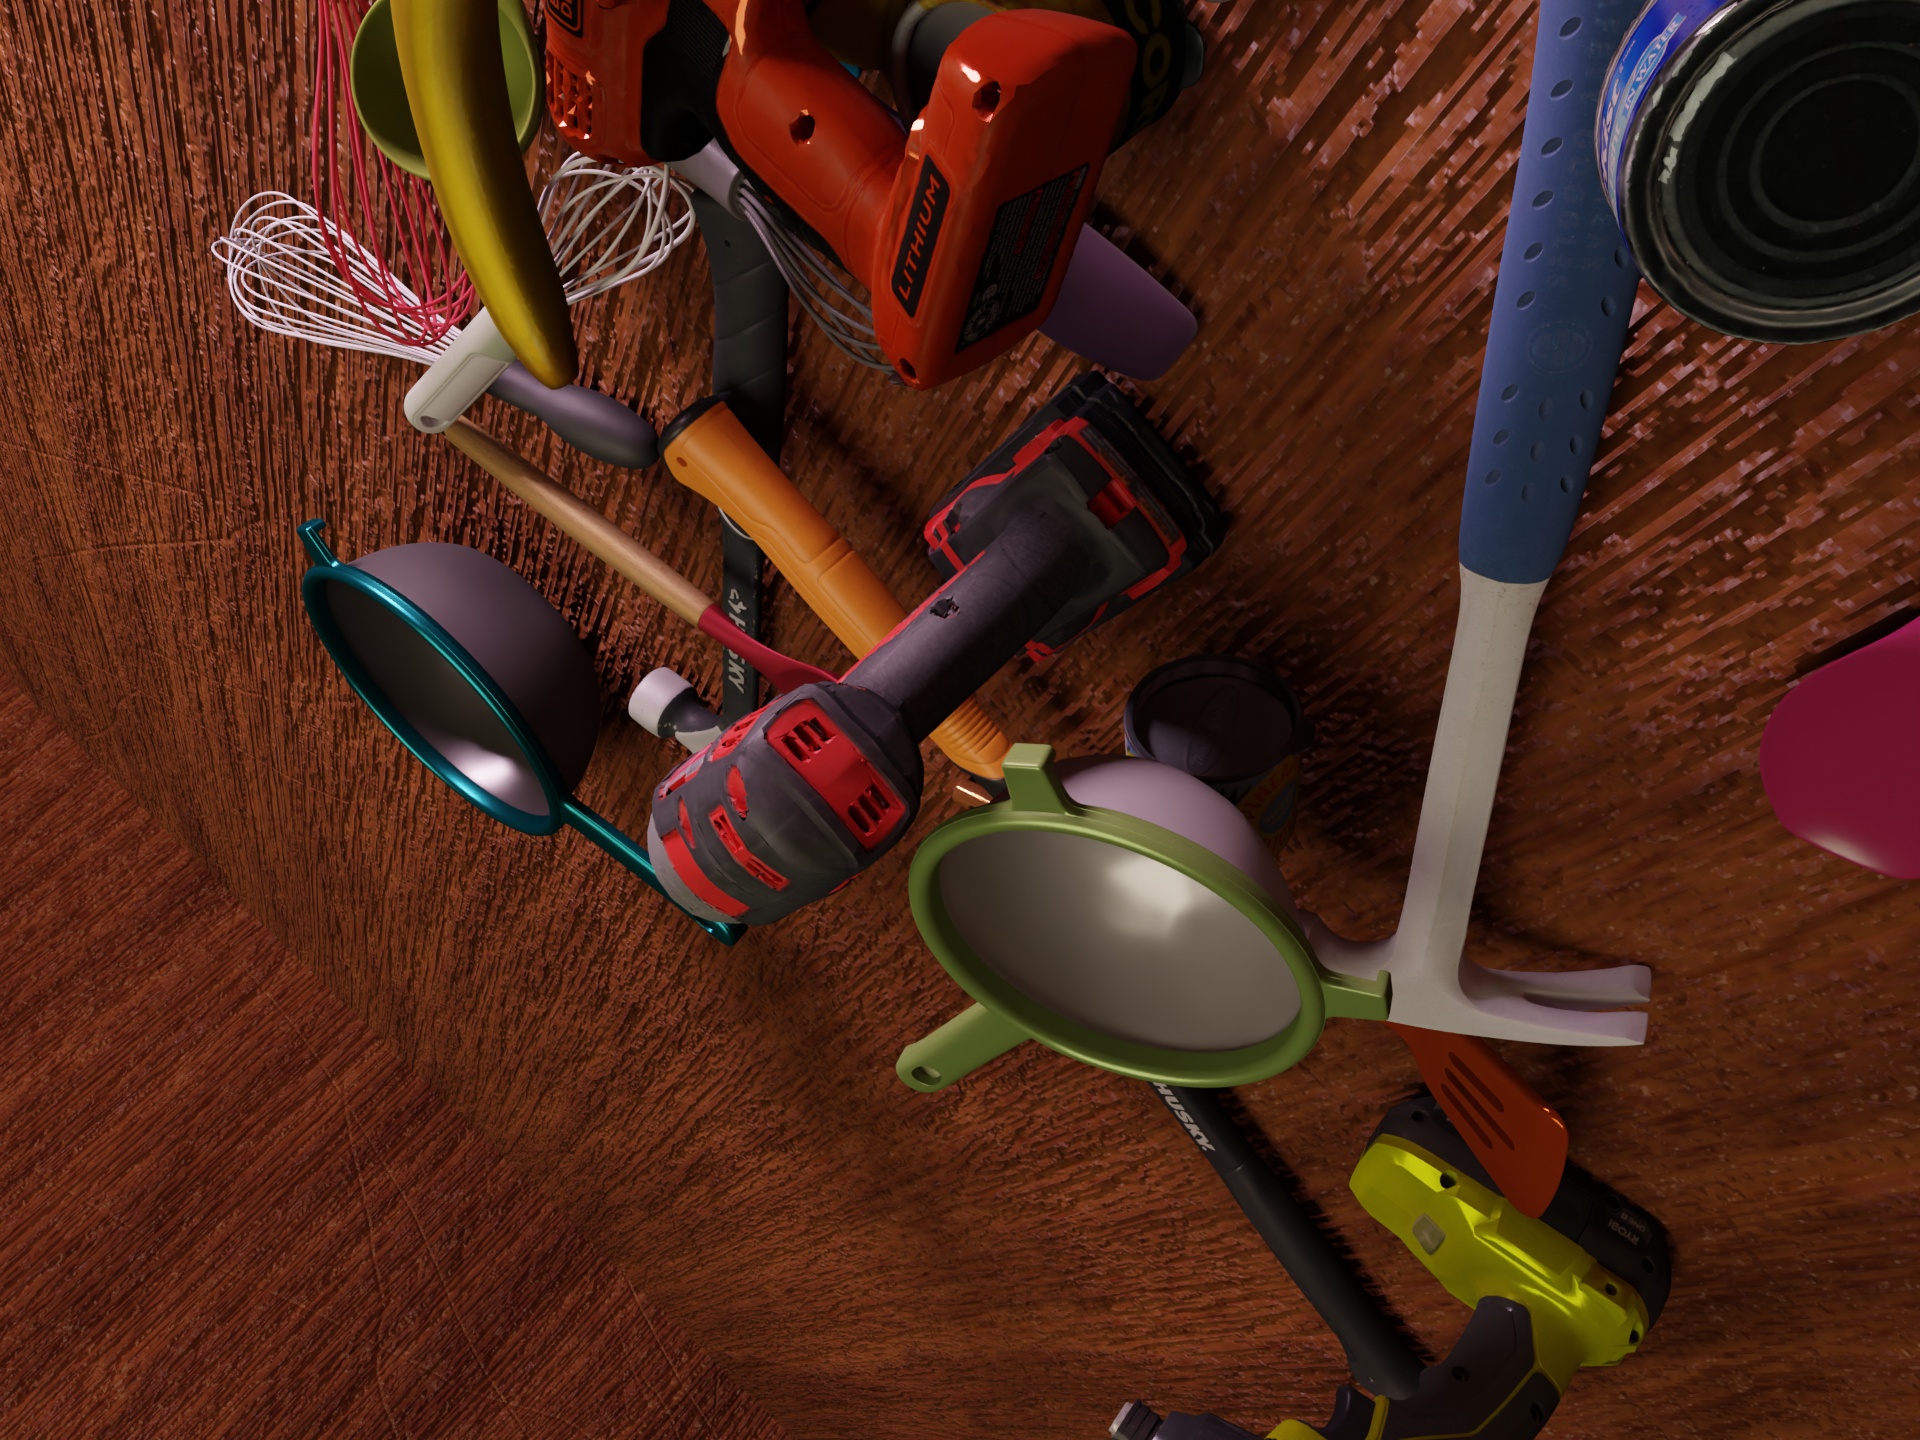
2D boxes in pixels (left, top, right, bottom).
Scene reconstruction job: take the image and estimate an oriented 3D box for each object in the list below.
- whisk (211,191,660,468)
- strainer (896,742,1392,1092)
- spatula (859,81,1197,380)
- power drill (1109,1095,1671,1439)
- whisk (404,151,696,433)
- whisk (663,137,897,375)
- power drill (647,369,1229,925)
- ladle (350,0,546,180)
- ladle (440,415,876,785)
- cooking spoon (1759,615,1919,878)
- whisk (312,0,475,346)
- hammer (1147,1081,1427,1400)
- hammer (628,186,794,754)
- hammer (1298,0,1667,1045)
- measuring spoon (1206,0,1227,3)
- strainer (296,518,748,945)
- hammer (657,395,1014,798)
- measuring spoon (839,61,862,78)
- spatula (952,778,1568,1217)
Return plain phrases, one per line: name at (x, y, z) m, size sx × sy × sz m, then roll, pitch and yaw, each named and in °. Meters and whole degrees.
whisk at (-0.264, -0.192, 0.797) m, size 0.285 × 0.070 × 0.070 m, roll 28°, pitch 146°, yaw 17°
strainer at (0.041, 0.083, 0.607) m, size 0.151 × 0.069 × 0.256 m, roll 33°, pitch 145°, yaw -7°
spatula at (-0.055, -0.214, 0.520) m, size 0.316 × 0.018 × 0.059 m, roll 38°, pitch 156°, yaw -5°
power drill at (0.182, 0.274, 0.660) m, size 0.171 × 0.223 × 0.080 m, roll 32°, pitch 147°, yaw 20°
whisk at (-0.187, -0.179, 0.688) m, size 0.246 × 0.057 × 0.059 m, roll -22°, pitch 66°, yaw 48°
whisk at (-0.069, -0.186, 0.551) m, size 0.239 × 0.055 × 0.055 m, roll 44°, pitch 153°, yaw 30°
power drill at (-0.017, -0.016, 0.549) m, size 0.078 × 0.220 × 0.143 m, roll 48°, pitch 149°, yaw -6°
ladle at (-0.165, -0.314, 0.529) m, size 0.078 × 0.062 × 0.320 m, roll 29°, pitch 146°, yaw -2°
ladle at (-0.141, -0.063, 0.762) m, size 0.315 × 0.031 × 0.069 m, roll 37°, pitch 150°, yaw 12°
cooking spoon at (0.249, -0.053, 0.360) m, size 0.069 × 0.017 × 0.318 m, roll 28°, pitch 153°, yaw 26°
whisk at (-0.254, -0.289, 0.662) m, size 0.073 × 0.073 × 0.295 m, roll 26°, pitch 140°, yaw 27°
hammer at (0.155, 0.240, 0.838) m, size 0.334 × 0.035 × 0.146 m, roll 54°, pitch 149°, yaw -15°
hammer at (-0.099, -0.082, 0.750) m, size 0.149 × 0.036 × 0.408 m, roll 34°, pitch 148°, yaw 14°
hammer at (0.165, -0.037, 0.469) m, size 0.144 × 0.035 × 0.405 m, roll 11°, pitch 135°, yaw 17°
measuring spoon at (0.091, -0.212, 0.383) m, size 0.034 × 0.018 × 0.124 m, roll 48°, pitch 150°, yaw -7°
strainer at (-0.241, 0.002, 0.963) m, size 0.340 × 0.095 × 0.210 m, roll 36°, pitch 151°, yaw 9°
hammer at (-0.001, -0.002, 0.668) m, size 0.337 × 0.034 × 0.127 m, roll 48°, pitch 152°, yaw -8°
measuring spoon at (-0.086, -0.250, 0.555) m, size 0.129 × 0.021 × 0.042 m, roll 25°, pitch 144°, yaw 14°
spatula at (0.120, 0.105, 0.709) m, size 0.323 × 0.041 × 0.080 m, roll 27°, pitch 146°, yaw 28°
